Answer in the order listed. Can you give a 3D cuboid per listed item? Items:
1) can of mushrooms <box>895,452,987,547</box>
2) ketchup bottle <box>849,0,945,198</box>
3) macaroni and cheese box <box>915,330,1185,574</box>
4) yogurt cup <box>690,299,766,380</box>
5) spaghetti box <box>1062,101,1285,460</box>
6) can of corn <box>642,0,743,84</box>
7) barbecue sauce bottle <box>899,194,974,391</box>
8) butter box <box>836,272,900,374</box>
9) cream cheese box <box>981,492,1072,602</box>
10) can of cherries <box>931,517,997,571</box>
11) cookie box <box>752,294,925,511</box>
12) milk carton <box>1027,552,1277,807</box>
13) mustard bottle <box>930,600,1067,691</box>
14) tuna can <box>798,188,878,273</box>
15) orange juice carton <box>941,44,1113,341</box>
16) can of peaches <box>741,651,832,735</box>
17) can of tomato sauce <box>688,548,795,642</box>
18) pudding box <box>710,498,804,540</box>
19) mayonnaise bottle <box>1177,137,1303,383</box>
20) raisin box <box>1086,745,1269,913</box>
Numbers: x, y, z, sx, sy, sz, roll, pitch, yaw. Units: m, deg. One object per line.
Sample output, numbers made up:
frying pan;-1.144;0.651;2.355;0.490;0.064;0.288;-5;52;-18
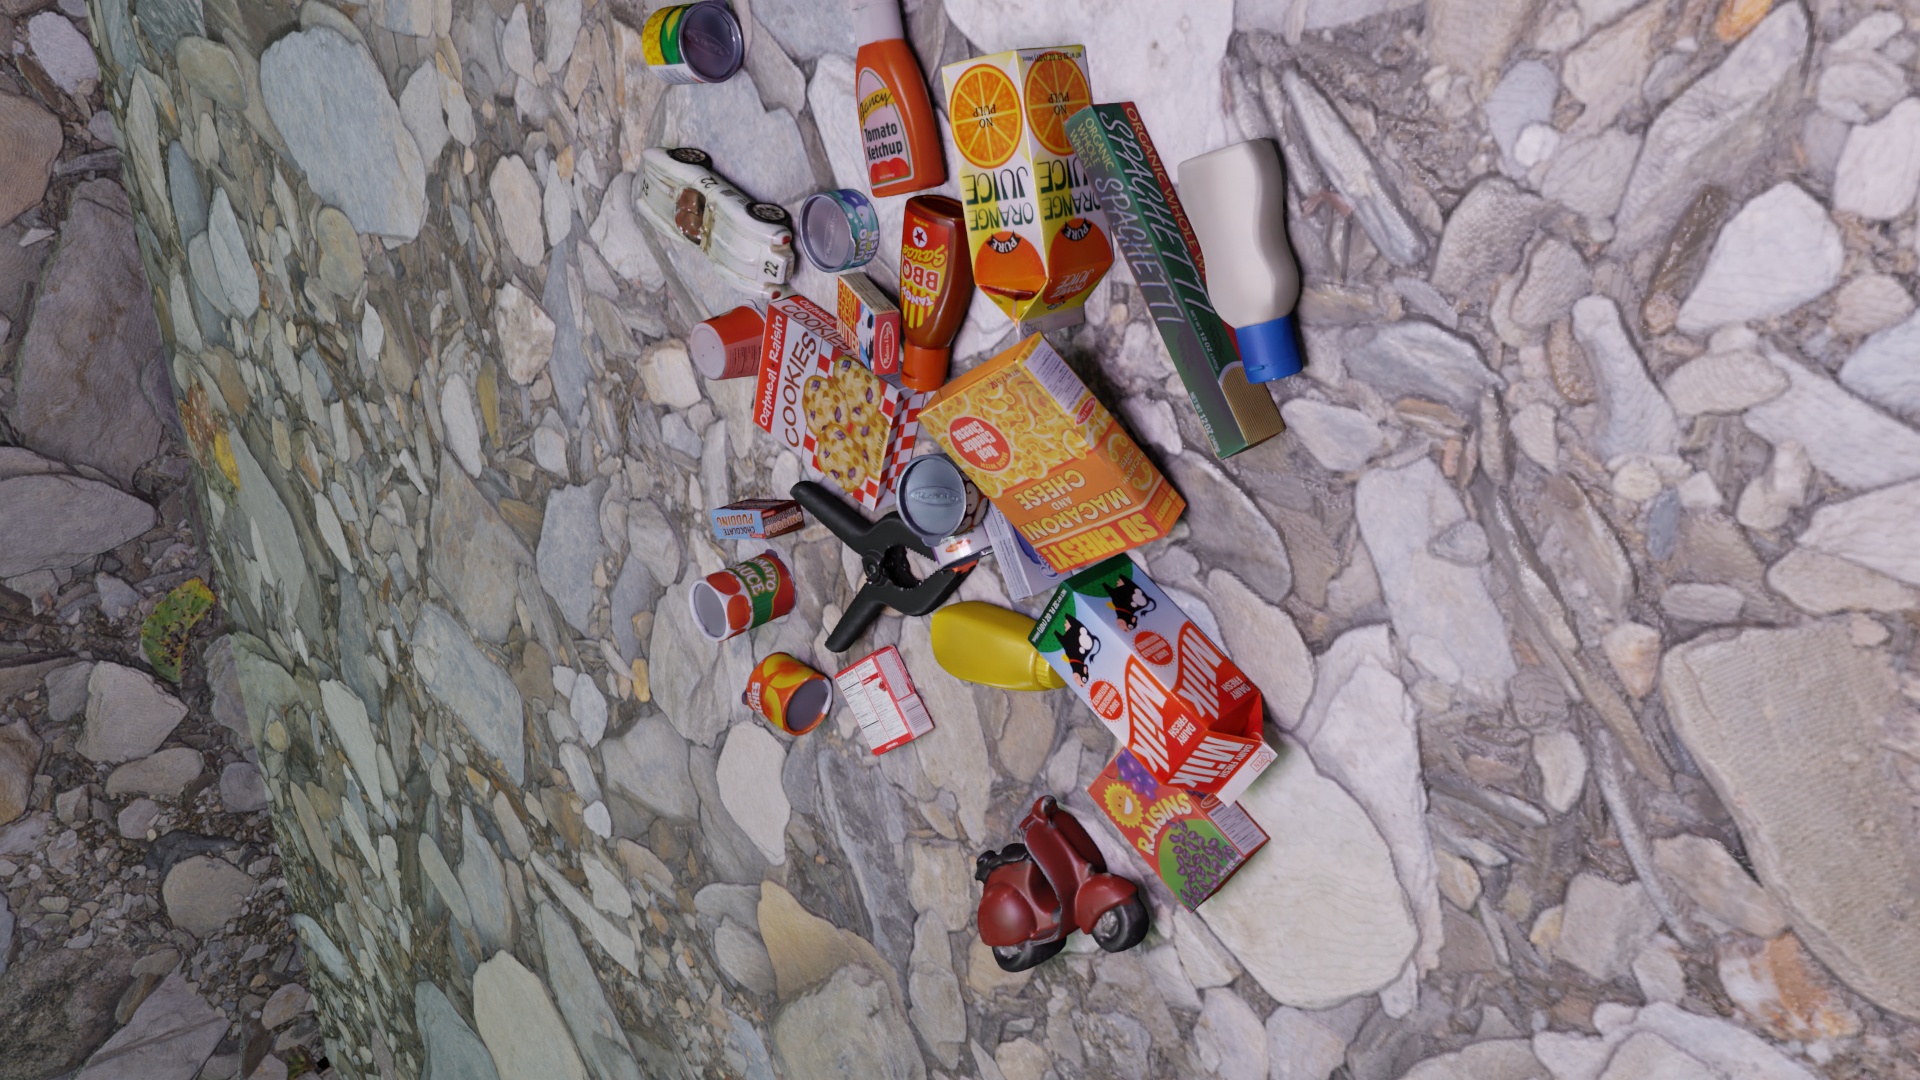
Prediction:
can of mushrooms;-0.014;-0.032;1.064;0.071;0.033;0.071;6;100;33
ketchup bottle;-0.052;-0.339;1.056;0.064;0.044;0.148;2;108;46
macaroni and cheese box;0.065;-0.059;1.007;0.166;0.040;0.123;47;143;-16
yogurt cup;-0.212;-0.180;1.282;0.072;0.054;0.072;22;122;39
spaghetti box;0.141;-0.175;0.920;0.028;0.050;0.250;-27;86;46
can of corn;-0.228;-0.426;1.186;0.058;0.071;0.071;14;116;42
barbecue sauce bottle;-0.021;-0.190;1.087;0.065;0.044;0.147;33;128;36
butter box;-0.076;-0.178;1.133;0.104;0.024;0.052;-128;36;-54
cream cheese box;0.047;-0.008;1.086;0.024;0.053;0.103;-19;93;47
can of cherries;0.004;-0.014;1.119;0.071;0.072;0.058;-29;81;48
cookie box;-0.109;-0.122;1.210;0.168;0.040;0.122;36;129;29
milk carton;0.146;0.106;1.016;0.191;0.074;0.072;48;135;20
mustard bottle;0.046;0.092;1.134;0.160;0.049;0.065;14;116;42
tuna can;-0.099;-0.255;1.148;0.071;0.033;0.070;21;121;39
orange juice carton;0.051;-0.240;0.969;0.073;0.072;0.192;5;110;46
can of peaches;-0.170;0.152;1.367;0.058;0.071;0.071;25;124;36
can of tomato sauce;-0.214;0.054;1.362;0.071;0.083;0.071;21;121;39
pudding box;-0.196;-0.020;1.337;0.083;0.050;0.030;3;107;46
mayonnaise bottle;0.184;-0.175;0.883;0.064;0.041;0.147;-5;104;48
raisin box;0.165;0.211;1.068;0.123;0.040;0.085;49;136;21
